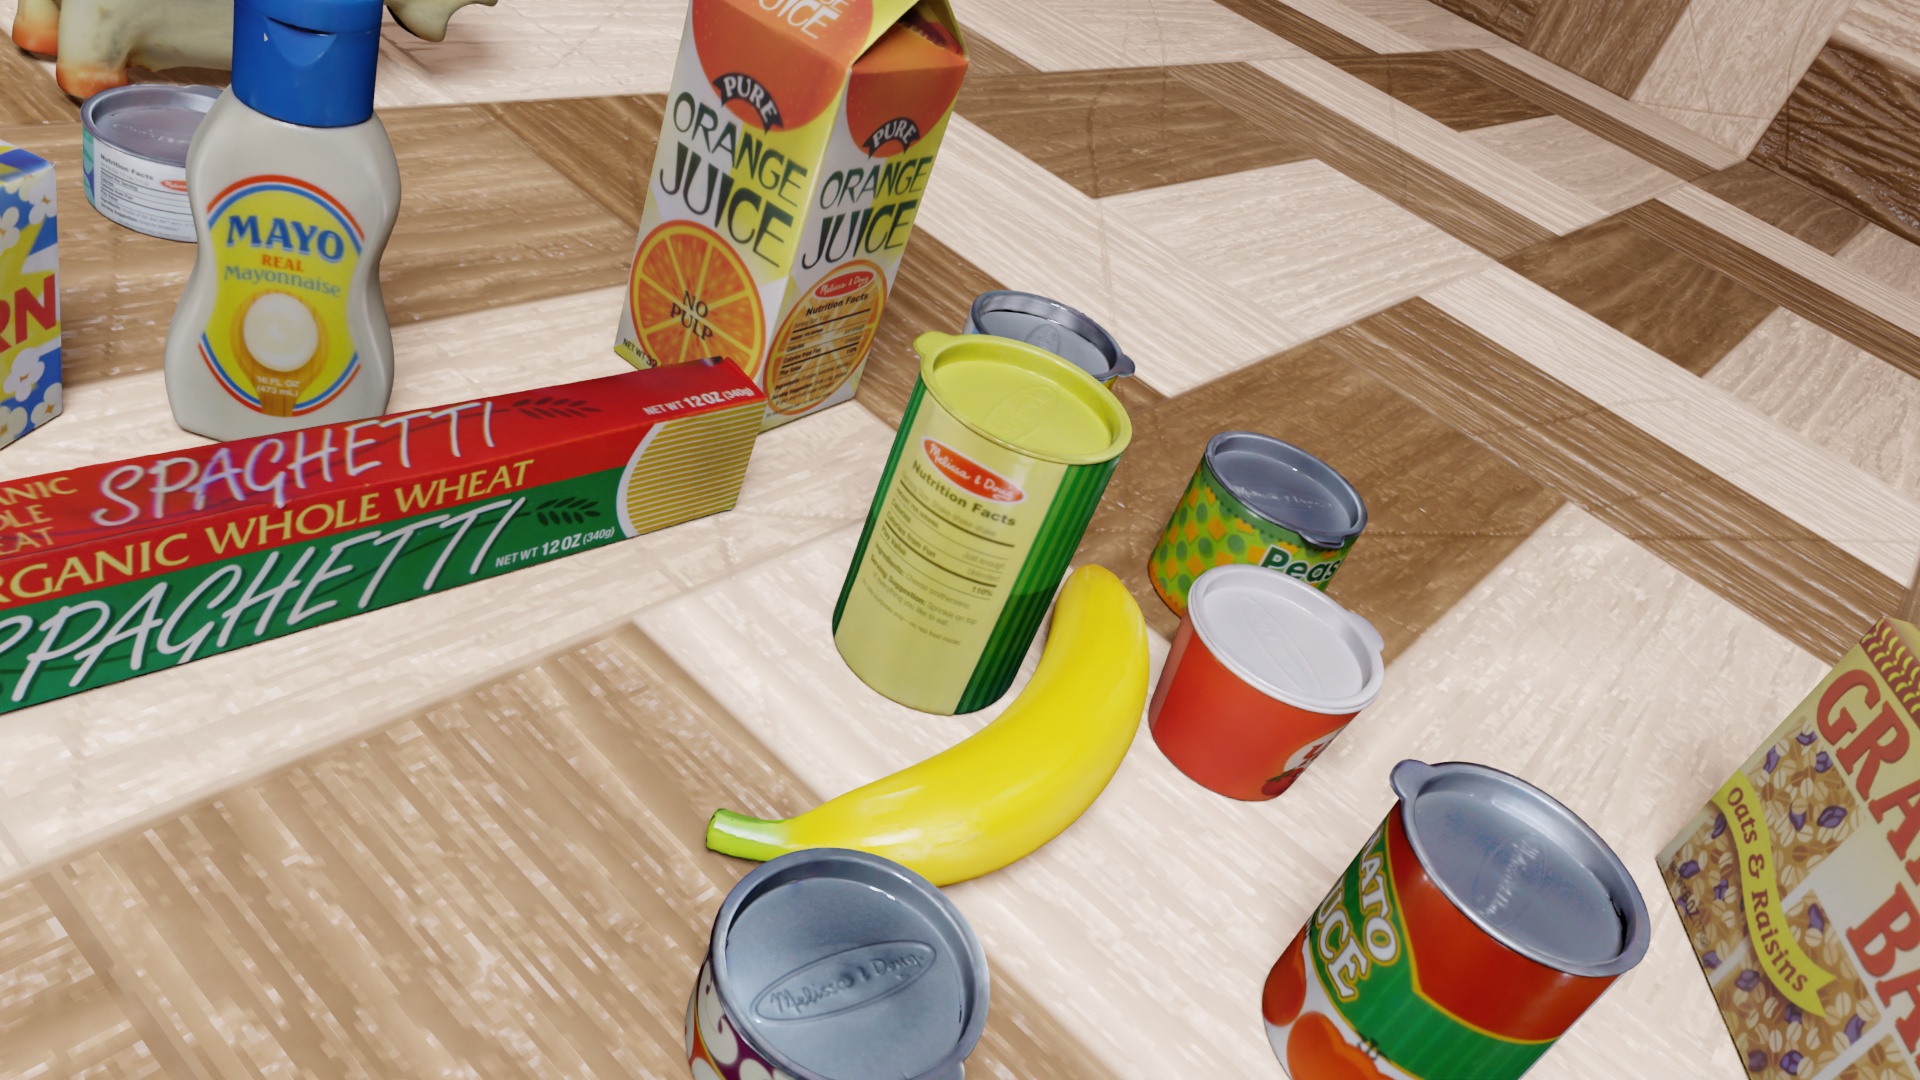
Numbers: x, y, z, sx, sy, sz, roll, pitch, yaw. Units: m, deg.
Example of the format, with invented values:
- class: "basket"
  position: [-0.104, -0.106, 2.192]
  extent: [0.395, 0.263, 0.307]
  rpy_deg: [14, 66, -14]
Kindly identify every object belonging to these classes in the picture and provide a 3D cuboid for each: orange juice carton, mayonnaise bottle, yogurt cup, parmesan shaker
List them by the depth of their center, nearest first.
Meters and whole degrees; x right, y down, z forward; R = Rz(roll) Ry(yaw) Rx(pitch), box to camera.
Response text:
- class: "mayonnaise bottle"
  position: [-0.196, -0.095, 0.409]
  extent: [0.065, 0.147, 0.041]
  rpy_deg: [8, 36, -22]
- class: "parmesan shaker"
  position: [0.002, -0.006, 0.439]
  extent: [0.071, 0.102, 0.072]
  rpy_deg: [16, 34, -11]
- class: "yogurt cup"
  position: [0.098, 0.049, 0.463]
  extent: [0.072, 0.053, 0.073]
  rpy_deg: [15, 34, -11]
- class: "orange juice carton"
  position: [-0.060, -0.139, 0.509]
  extent: [0.072, 0.191, 0.073]
  rpy_deg: [36, 36, 19]

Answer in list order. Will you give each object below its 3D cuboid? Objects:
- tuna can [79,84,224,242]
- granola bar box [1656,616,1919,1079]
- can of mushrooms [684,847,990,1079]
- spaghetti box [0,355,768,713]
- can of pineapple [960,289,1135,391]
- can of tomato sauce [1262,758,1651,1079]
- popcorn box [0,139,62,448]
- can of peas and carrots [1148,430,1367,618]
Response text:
- class: "tuna can"
  position: [-0.292, -0.143, 0.524]
  extent: [0.071, 0.032, 0.071]
  rpy_deg: [15, 34, -11]
- class: "granola bar box"
  position: [0.282, 0.121, 0.407]
  extent: [0.039, 0.123, 0.166]
  rpy_deg: [19, 34, -6]
- class: "can of mushrooms"
  position: [-0.028, 0.110, 0.324]
  extent: [0.071, 0.033, 0.071]
  rpy_deg: [15, 34, -11]
- class: "spaghetti box"
  position: [-0.162, -0.009, 0.396]
  extent: [0.029, 0.050, 0.251]
  rpy_deg: [41, 38, 26]
- class: "can of pineapple"
  position: [0.028, -0.061, 0.572]
  extent: [0.071, 0.057, 0.071]
  rpy_deg: [15, 34, -11]
- class: "can of tomato sauce"
  position: [0.126, 0.110, 0.368]
  extent: [0.071, 0.082, 0.071]
  rpy_deg: [16, 34, -11]
- class: "popcorn box"
  position: [-0.286, -0.045, 0.344]
  extent: [0.038, 0.084, 0.127]
  rpy_deg: [22, 33, -1]
- class: "can of peas and carrots"
  position: [0.114, 0.001, 0.534]
  extent: [0.071, 0.058, 0.071]
  rpy_deg: [15, 34, -11]
